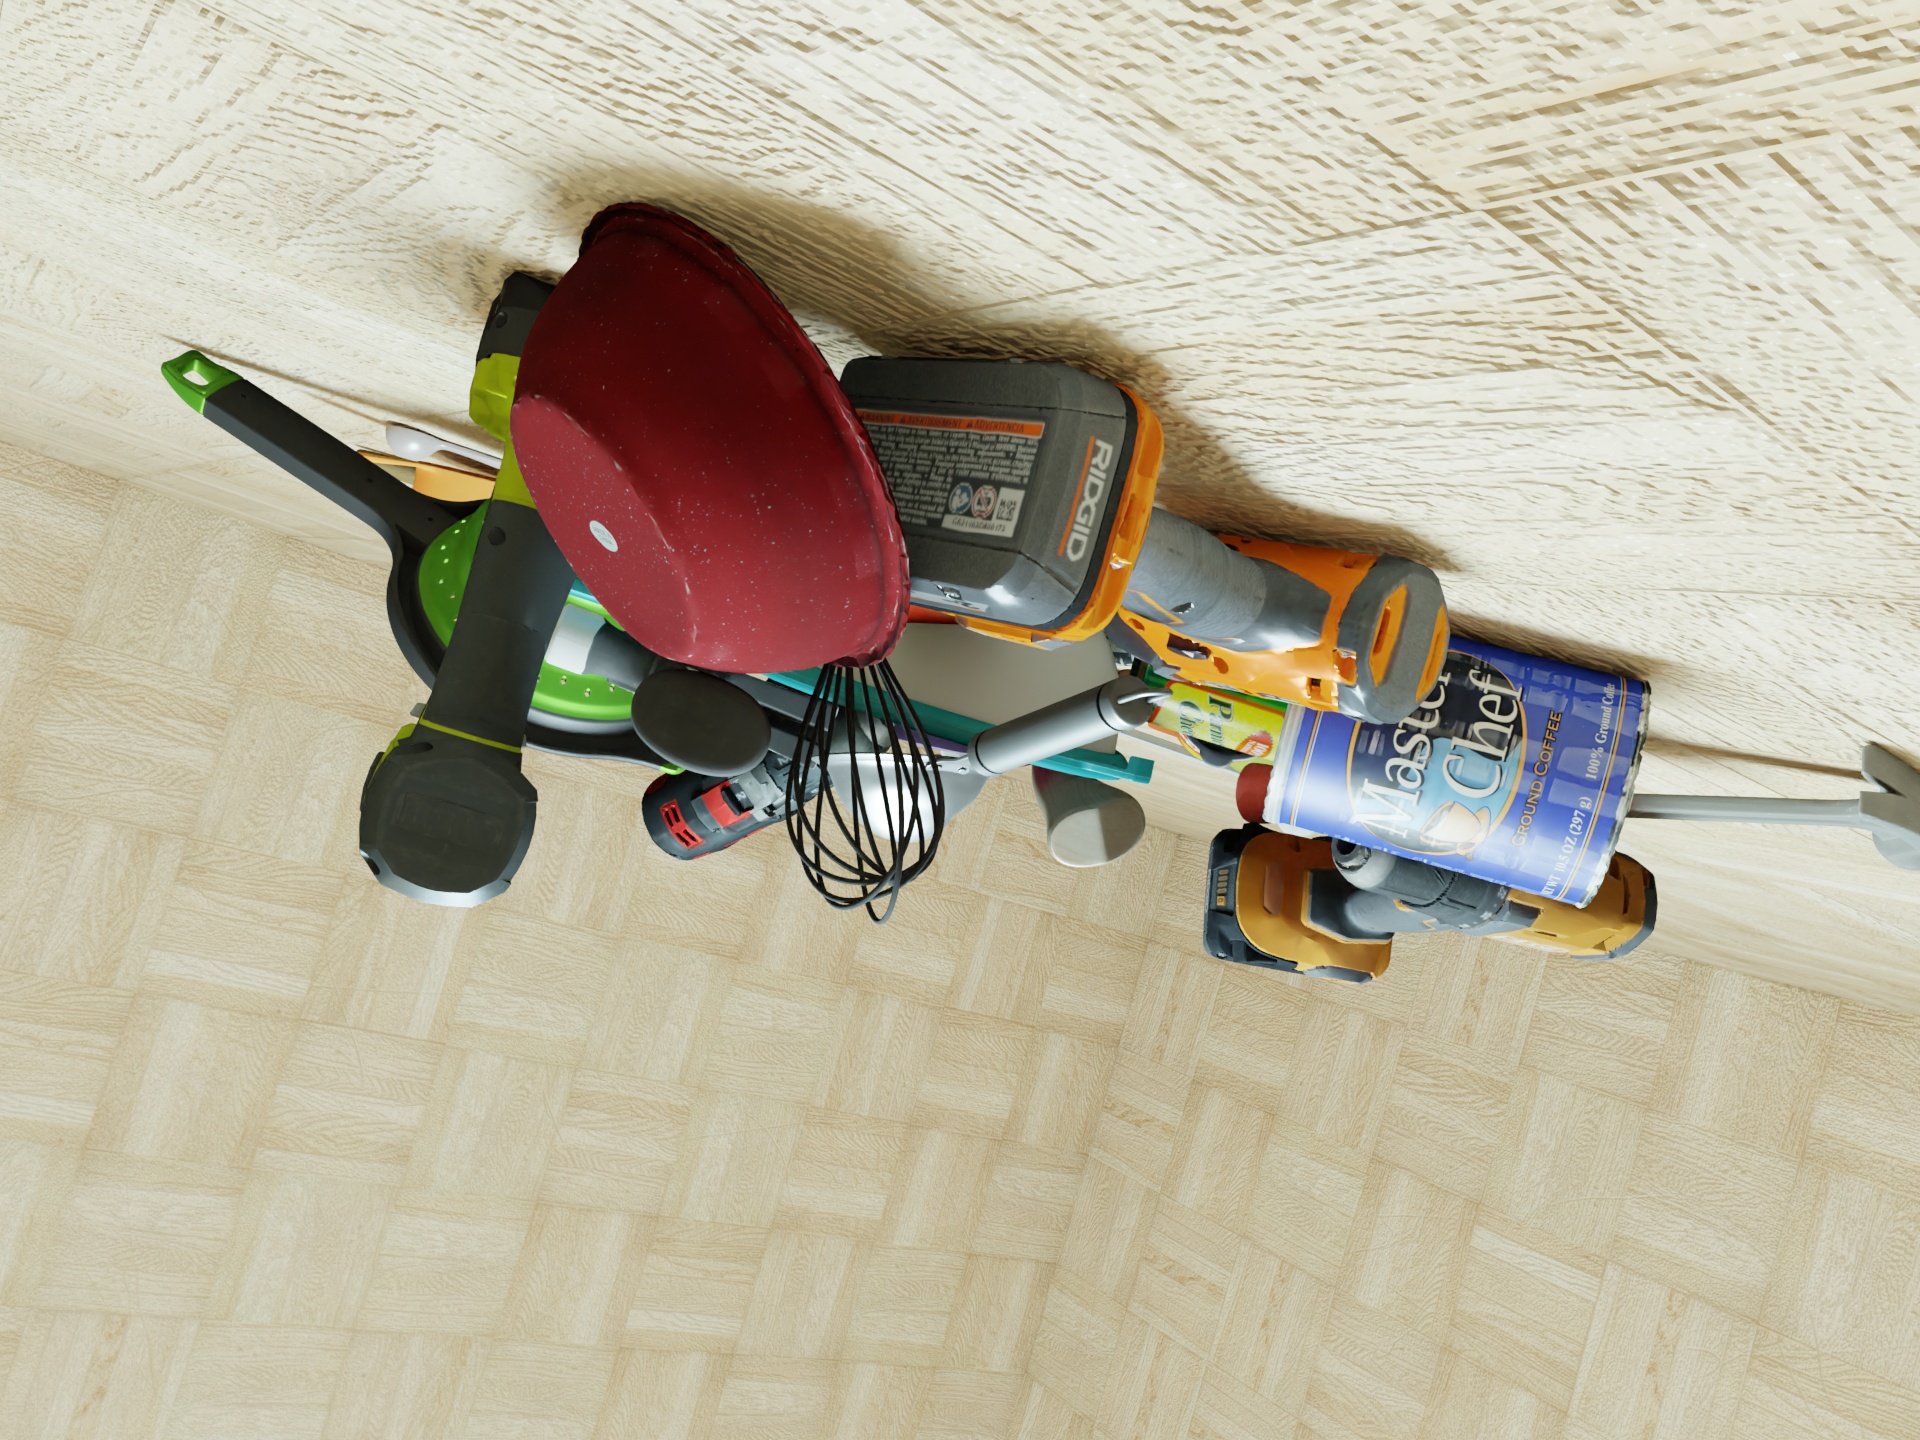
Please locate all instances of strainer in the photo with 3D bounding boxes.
[{"bbox_3d":[0.008,0.016,0.655,0.086,0.050,0.258,7,165,-27],"label":"strainer"},{"bbox_3d":[-0.063,-0.064,0.796,0.340,0.095,0.211,18,-176,-11],"label":"strainer"}]

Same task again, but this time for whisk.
[{"bbox_3d":[-0.039,-0.030,0.580,0.055,0.239,0.055,-4,139,-4],"label":"whisk"}]

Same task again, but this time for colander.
[{"bbox_3d":[-0.291,-0.128,0.934,0.397,0.094,0.205,34,-142,-1],"label":"colander"}]

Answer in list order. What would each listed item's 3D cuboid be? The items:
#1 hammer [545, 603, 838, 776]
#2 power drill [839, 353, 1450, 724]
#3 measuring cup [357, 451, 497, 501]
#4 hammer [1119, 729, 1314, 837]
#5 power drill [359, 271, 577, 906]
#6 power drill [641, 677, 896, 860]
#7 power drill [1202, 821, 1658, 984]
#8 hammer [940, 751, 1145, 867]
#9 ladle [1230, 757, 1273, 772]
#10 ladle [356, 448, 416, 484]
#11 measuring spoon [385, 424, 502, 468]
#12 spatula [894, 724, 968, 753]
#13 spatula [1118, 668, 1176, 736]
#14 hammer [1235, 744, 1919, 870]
[{"bbox_3d":[-0.107,-0.008,0.666,0.146,0.035,0.335,22,179,-12],"label":"hammer"},{"bbox_3d":[0.053,-0.058,0.576,0.226,0.084,0.164,16,180,-44],"label":"power drill"},{"bbox_3d":[-0.359,-0.144,1.053,0.095,0.052,0.173,20,-170,42],"label":"measuring cup"},{"bbox_3d":[0.098,-0.004,1.265,0.405,0.035,0.144,20,-164,14],"label":"hammer"},{"bbox_3d":[-0.178,-0.047,0.625,0.080,0.223,0.171,19,176,-19],"label":"power drill"},{"bbox_3d":[-0.085,-0.004,1.025,0.188,0.080,0.227,-26,-167,29],"label":"power drill"},{"bbox_3d":[0.222,0.091,0.856,0.185,0.084,0.226,14,164,-27],"label":"power drill"},{"bbox_3d":[0.052,0.029,0.980,0.146,0.038,0.411,-12,-172,3],"label":"hammer"},{"bbox_3d":[0.231,-0.006,0.904,0.078,0.062,0.320,19,169,-14],"label":"ladle"},{"bbox_3d":[-0.299,-0.147,1.180,0.315,0.031,0.069,19,173,0],"label":"ladle"},{"bbox_3d":[-0.314,-0.165,1.039,0.124,0.018,0.034,17,176,-17],"label":"measuring spoon"},{"bbox_3d":[-0.002,-0.003,0.978,0.060,0.018,0.316,12,-173,2],"label":"spatula"},{"bbox_3d":[0.137,-0.008,1.042,0.081,0.041,0.322,16,-177,17],"label":"spatula"},{"bbox_3d":[0.302,0.041,0.833,0.359,0.037,0.149,0,167,41],"label":"hammer"}]
